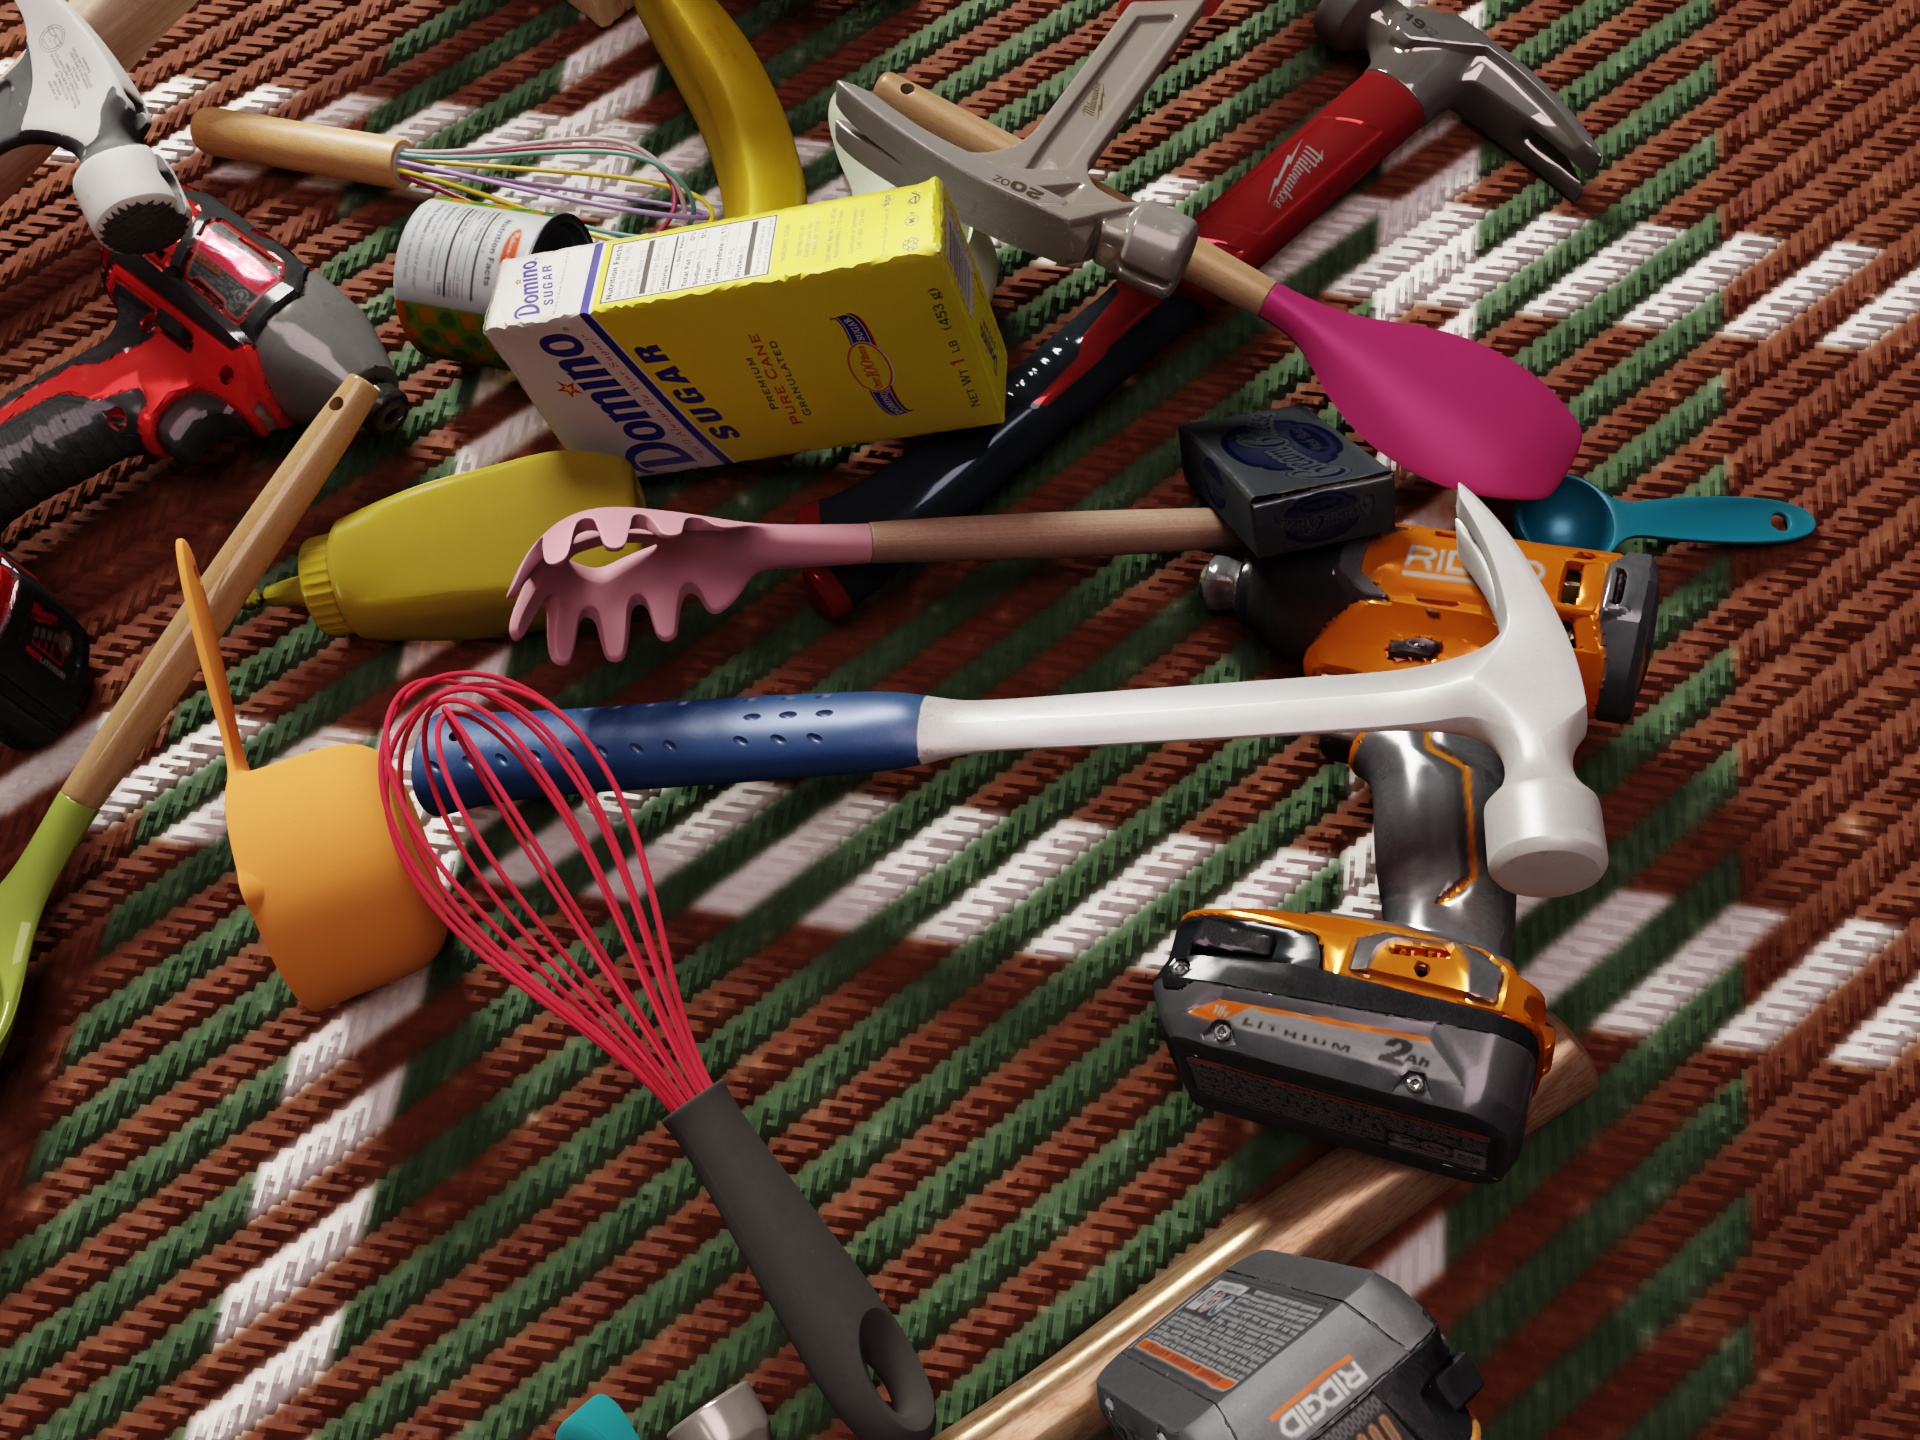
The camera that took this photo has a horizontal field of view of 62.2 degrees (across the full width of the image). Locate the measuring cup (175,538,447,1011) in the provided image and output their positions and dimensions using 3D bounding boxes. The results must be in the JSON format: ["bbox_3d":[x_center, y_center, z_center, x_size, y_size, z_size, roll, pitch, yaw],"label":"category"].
[{"bbox_3d":[-0.228,0.012,0.561,0.052,0.095,0.173,-17,87,-12],"label":"measuring cup"}]

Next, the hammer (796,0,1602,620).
[{"bbox_3d":[0.092,-0.164,0.659,0.386,0.038,0.143,-42,76,-13],"label":"hammer"}]

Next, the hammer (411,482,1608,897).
[{"bbox_3d":[-0.001,-0.002,0.551,0.405,0.035,0.144,-4,54,15],"label":"hammer"}]

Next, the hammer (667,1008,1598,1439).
[{"bbox_3d":[0.077,0.201,0.530,0.331,0.031,0.130,-31,72,-10],"label":"hammer"}]

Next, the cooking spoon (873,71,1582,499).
[{"bbox_3d":[0.100,-0.180,0.634,0.319,0.017,0.069,32,71,9],"label":"cooking spoon"}]

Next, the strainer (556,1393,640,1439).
[{"bbox_3d":[0.029,0.300,0.435,0.340,0.211,0.095,44,39,15],"label":"strainer"}]

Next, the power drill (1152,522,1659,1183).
[{"bbox_3d":[0.141,0.027,0.557,0.164,0.084,0.227,11,62,23],"label":"power drill"}]

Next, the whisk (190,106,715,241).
[{"bbox_3d":[-0.224,-0.237,0.690,0.245,0.051,0.047,13,75,9],"label":"whisk"}]

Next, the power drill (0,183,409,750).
[{"bbox_3d":[-0.331,-0.103,0.628,0.143,0.078,0.220,36,72,12],"label":"power drill"}]

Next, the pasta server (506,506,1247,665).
[{"bbox_3d":[-0.006,-0.062,0.594,0.316,0.060,0.040,-4,53,-15],"label":"pasta server"}]

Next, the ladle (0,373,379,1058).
[{"bbox_3d":[-0.310,0.003,0.574,0.078,0.062,0.320,28,81,15],"label":"ladle"}]

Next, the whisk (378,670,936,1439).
[{"bbox_3d":[-0.098,0.107,0.513,0.073,0.073,0.296,-34,82,-11],"label":"whisk"}]

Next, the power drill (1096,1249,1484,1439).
[{"bbox_3d":[0.141,0.258,0.411,0.084,0.185,0.226,-32,82,-15],"label":"power drill"}]

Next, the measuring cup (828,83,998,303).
[{"bbox_3d":[-0.030,-0.216,0.684,0.083,0.038,0.168,-26,51,15],"label":"measuring cup"}]

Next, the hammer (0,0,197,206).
[{"bbox_3d":[-0.381,-0.267,0.682,0.038,0.146,0.410,41,85,15],"label":"hammer"}]

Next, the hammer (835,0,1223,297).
[{"bbox_3d":[0.096,-0.329,0.678,0.149,0.036,0.359,28,64,8],"label":"hammer"}]

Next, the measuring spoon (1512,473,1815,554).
[{"bbox_3d":[0.279,-0.076,0.638,0.128,0.021,0.042,-1,69,-9],"label":"measuring spoon"}]

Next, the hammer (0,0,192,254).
[{"bbox_3d":[-0.497,-0.155,0.607,0.409,0.036,0.149,-29,82,3],"label":"hammer"}]
